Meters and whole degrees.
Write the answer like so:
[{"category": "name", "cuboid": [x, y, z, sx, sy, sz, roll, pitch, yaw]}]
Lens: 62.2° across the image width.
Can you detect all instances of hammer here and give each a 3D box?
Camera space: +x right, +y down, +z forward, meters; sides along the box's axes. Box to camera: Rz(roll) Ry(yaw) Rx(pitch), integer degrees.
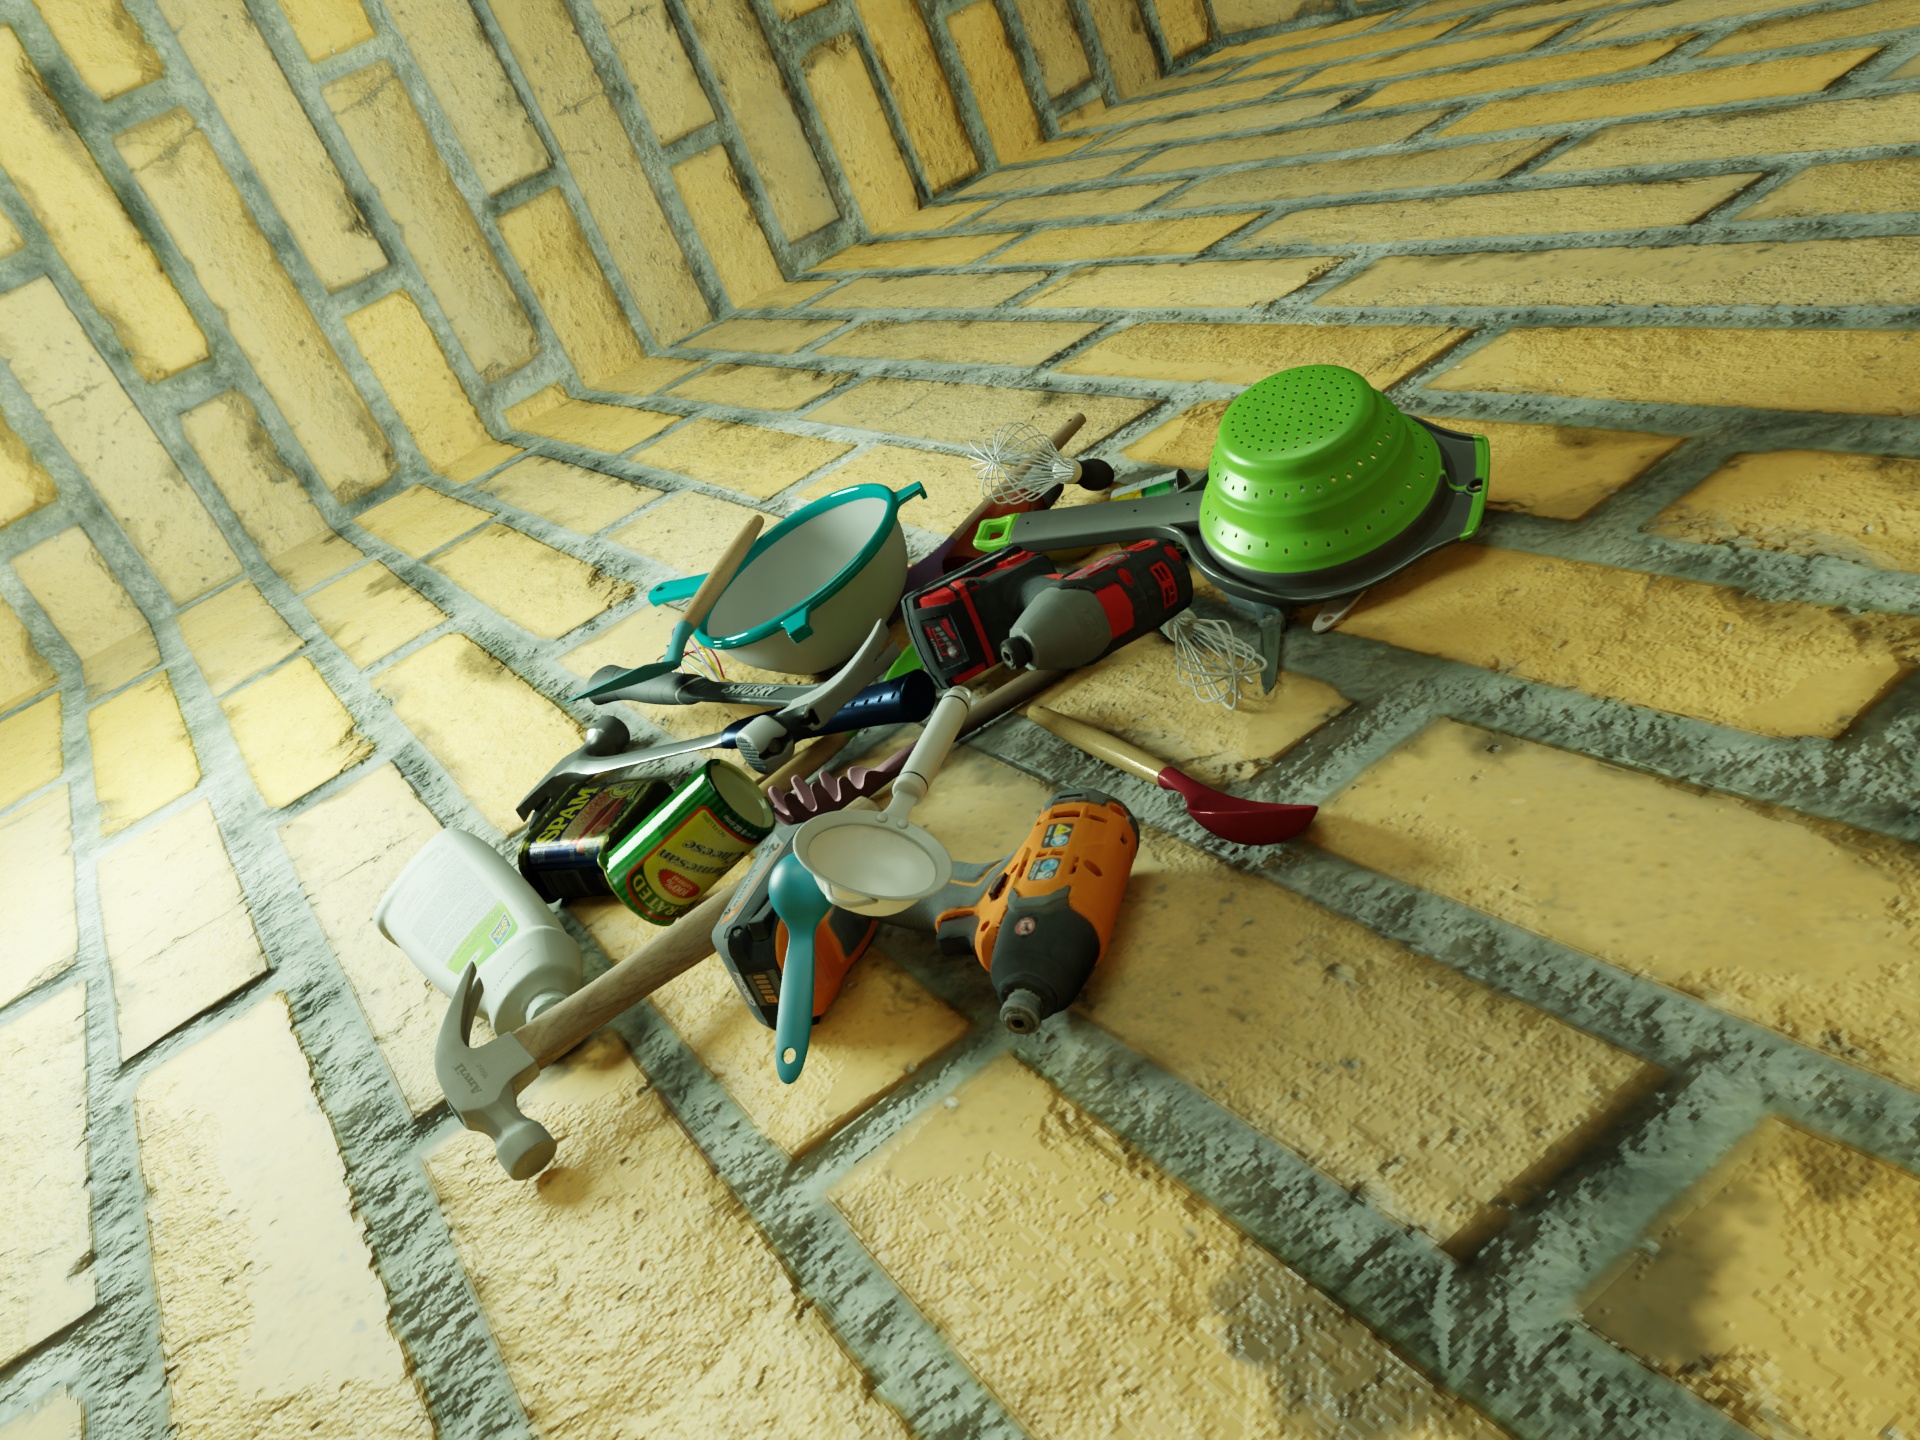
[{"category": "hammer", "cuboid": [-0.198, -0.027, 1.257, 0.149, 0.036, 0.409, -40, 24, -27]}, {"category": "hammer", "cuboid": [-0.178, 0.142, 1.003, 0.331, 0.031, 0.130, -34, 58, -30]}, {"category": "hammer", "cuboid": [-0.190, 0.018, 1.242, 0.405, 0.035, 0.144, -12, 28, 37]}]

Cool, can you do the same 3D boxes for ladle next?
[{"category": "ladle", "cuboid": [0.116, 0.028, 1.001, 0.069, 0.031, 0.316, -1, 13, -24]}]

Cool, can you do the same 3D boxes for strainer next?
[{"category": "strainer", "cuboid": [-0.030, 0.046, 0.905, 0.087, 0.050, 0.259, 18, 34, 7]}, {"category": "strainer", "cuboid": [-0.164, -0.103, 1.427, 0.340, 0.095, 0.211, -4, 41, 48]}]

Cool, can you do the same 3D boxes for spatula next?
[{"category": "spatula", "cuboid": [-0.226, -0.100, 1.333, 0.082, 0.044, 0.318, -22, 27, 29]}, {"category": "spatula", "cuboid": [0.010, -0.180, 1.454, 0.316, 0.018, 0.060, -46, 34, -18]}]

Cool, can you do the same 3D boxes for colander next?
[{"category": "colander", "cuboid": [0.175, -0.181, 1.167, 0.397, 0.094, 0.205, -3, 48, 28]}]

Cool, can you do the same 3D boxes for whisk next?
[{"category": "whisk", "cuboid": [-0.215, -0.029, 1.401, 0.047, 0.051, 0.245, -50, 34, -4]}, {"category": "whisk", "cuboid": [0.081, -0.215, 1.364, 0.070, 0.070, 0.284, -12, 0, 25]}, {"category": "whisk", "cuboid": [0.158, -0.065, 1.125, 0.058, 0.059, 0.246, -13, 20, -4]}]

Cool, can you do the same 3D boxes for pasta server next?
[{"category": "pasta server", "cuboid": [-0.002, -0.004, 1.158, 0.316, 0.040, 0.060, -31, 12, -15]}]

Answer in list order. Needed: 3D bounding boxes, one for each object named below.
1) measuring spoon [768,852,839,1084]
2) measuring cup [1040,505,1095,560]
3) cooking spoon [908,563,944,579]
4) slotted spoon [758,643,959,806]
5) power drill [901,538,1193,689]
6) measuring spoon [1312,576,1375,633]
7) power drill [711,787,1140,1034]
[{"category": "measuring spoon", "cuboid": [-0.091, 0.129, 0.853, 0.042, 0.021, 0.129, -8, 64, 24]}, {"category": "measuring cup", "cuboid": [0.138, -0.158, 1.355, 0.156, 0.029, 0.062, 2, 35, 23]}, {"category": "cooking spoon", "cuboid": [-0.079, -0.125, 1.478, 0.319, 0.017, 0.069, -17, 26, 13]}, {"category": "slotted spoon", "cuboid": [-0.110, 0.026, 1.210, 0.314, 0.031, 0.070, -40, 29, -25]}, {"category": "power drill", "cuboid": [0.052, -0.074, 1.134, 0.143, 0.078, 0.220, -29, 14, -23]}, {"category": "measuring spoon", "cuboid": [0.287, -0.096, 1.113, 0.124, 0.018, 0.034, -44, 31, -21]}, {"category": "power drill", "cuboid": [-0.021, 0.117, 0.900, 0.226, 0.084, 0.164, -8, 32, 25]}]
